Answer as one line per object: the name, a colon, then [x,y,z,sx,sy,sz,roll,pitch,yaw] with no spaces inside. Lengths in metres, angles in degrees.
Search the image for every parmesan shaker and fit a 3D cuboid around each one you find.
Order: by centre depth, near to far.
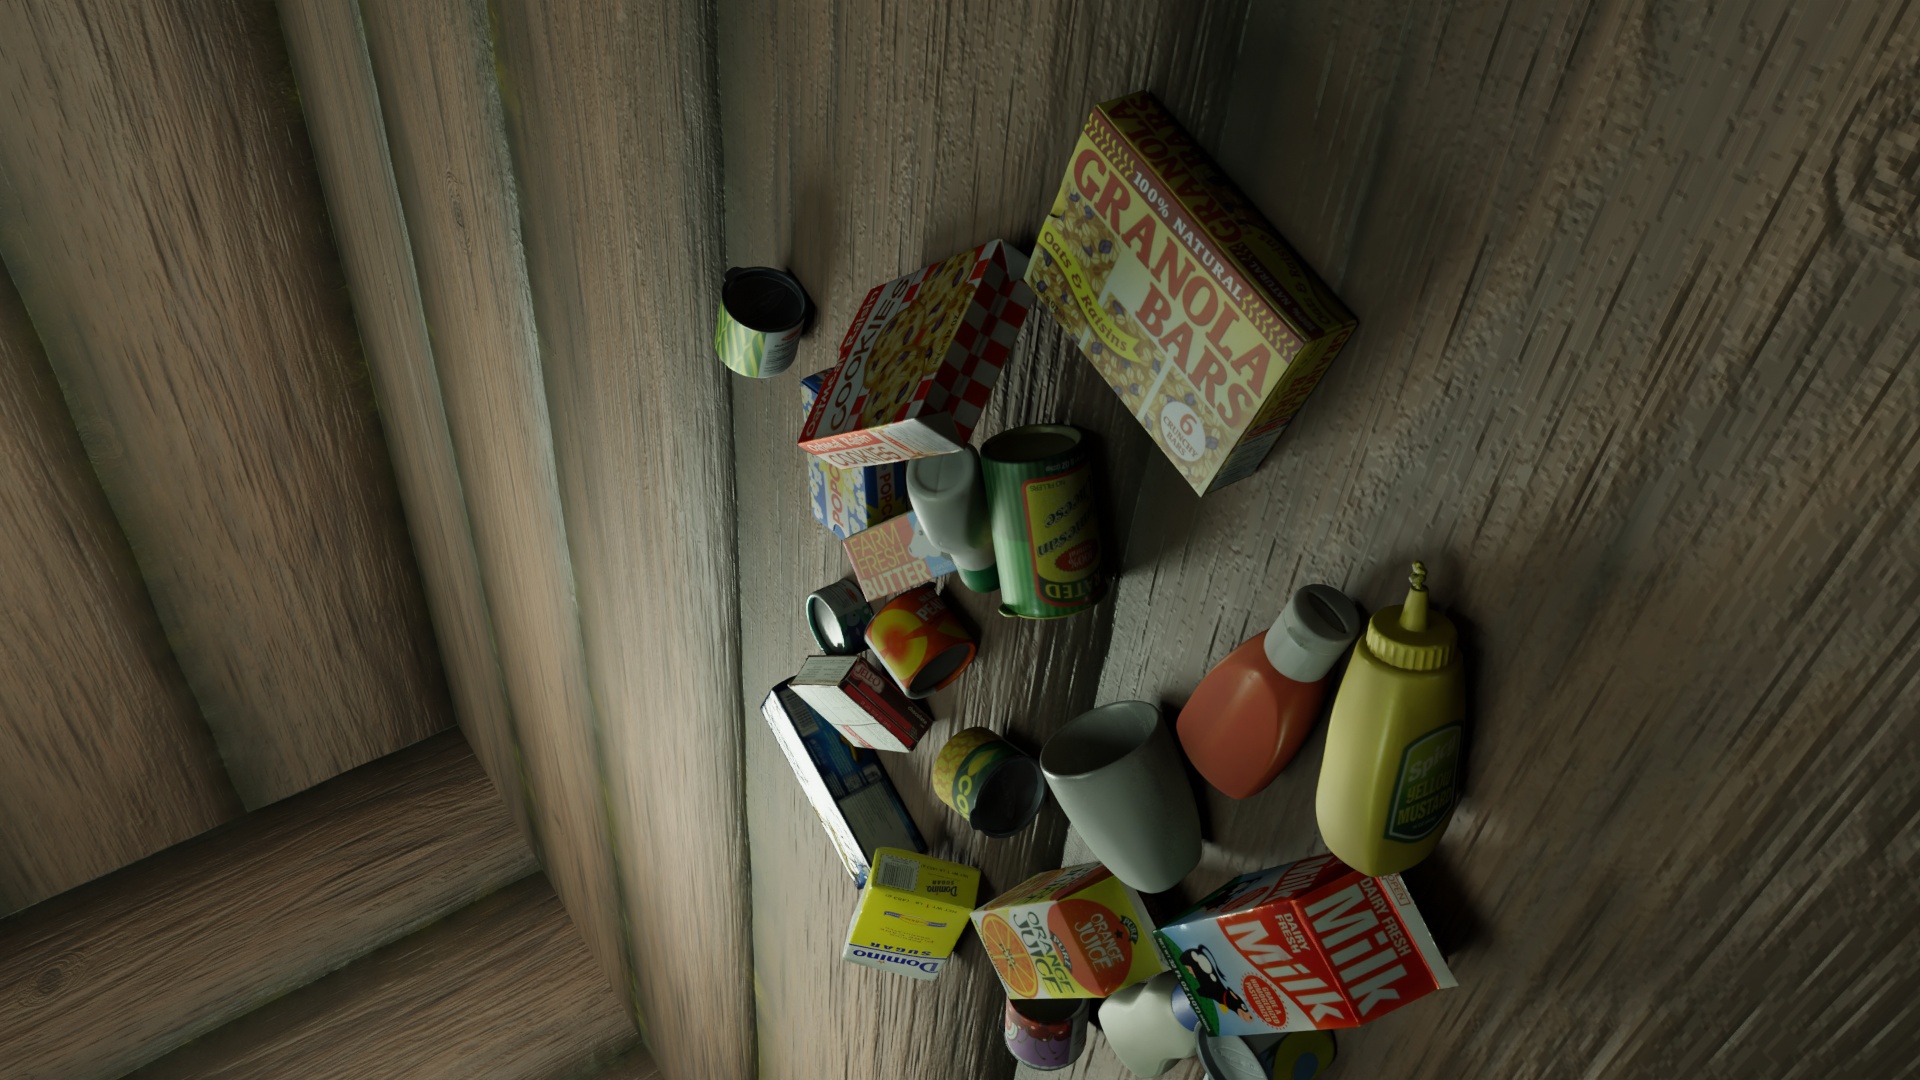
parmesan shaker: [0.049,-0.012,0.844,0.071,0.071,0.102,23,129,52]

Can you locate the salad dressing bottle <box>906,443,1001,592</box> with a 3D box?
salad dressing bottle: [0.003,-0.011,0.897,0.147,0.044,0.064,65,-151,-61]

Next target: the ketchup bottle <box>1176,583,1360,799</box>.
ketchup bottle: [0.165,0.080,0.743,0.065,0.044,0.148,52,148,23]

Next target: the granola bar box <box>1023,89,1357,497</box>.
granola bar box: [0.107,-0.122,0.699,0.166,0.039,0.123,54,149,21]

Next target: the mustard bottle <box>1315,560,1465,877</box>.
mustard bottle: [0.207,0.083,0.656,0.049,0.065,0.159,36,135,49]

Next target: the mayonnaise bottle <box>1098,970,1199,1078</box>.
mayonnaise bottle: [0.147,0.328,0.960,0.065,0.041,0.147,56,149,16]

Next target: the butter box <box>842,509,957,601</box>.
butter box: [-0.035,0.006,1.009,0.103,0.024,0.053,-22,92,37]

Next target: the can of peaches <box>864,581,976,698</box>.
can of peaches: [-0.028,0.076,1.046,0.058,0.071,0.070,51,148,26]

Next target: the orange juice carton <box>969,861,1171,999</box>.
orange juice carton: [0.087,0.275,0.987,0.072,0.073,0.192,64,151,6]

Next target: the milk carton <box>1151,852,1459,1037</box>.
milk carton: [0.194,0.221,0.767,0.072,0.074,0.189,62,151,8]

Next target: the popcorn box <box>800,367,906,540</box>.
popcorn box: [-0.081,-0.059,1.063,0.085,0.038,0.126,36,139,41]

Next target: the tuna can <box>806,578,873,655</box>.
tuna can: [-0.104,0.071,1.202,0.071,0.033,0.070,38,140,41]

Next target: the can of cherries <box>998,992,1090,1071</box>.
can of cherries: [0.066,0.373,1.097,0.071,0.072,0.058,39,141,40]

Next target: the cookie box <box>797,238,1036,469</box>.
cookie box: [-0.030,-0.111,0.858,0.040,0.123,0.167,31,164,-26]

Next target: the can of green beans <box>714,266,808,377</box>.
can of green beans: [-0.156,-0.169,1.079,0.071,0.071,0.057,55,150,20]

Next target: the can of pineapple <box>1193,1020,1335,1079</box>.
can of pineapple: [0.188,0.313,0.860,0.071,0.058,0.070,39,141,41]

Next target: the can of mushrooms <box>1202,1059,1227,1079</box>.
can of mushrooms: [0.189,0.357,0.886,0.071,0.071,0.033,44,143,35]

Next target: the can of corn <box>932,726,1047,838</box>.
can of corn: [0.019,0.180,1.034,0.058,0.071,0.071,26,132,51]
